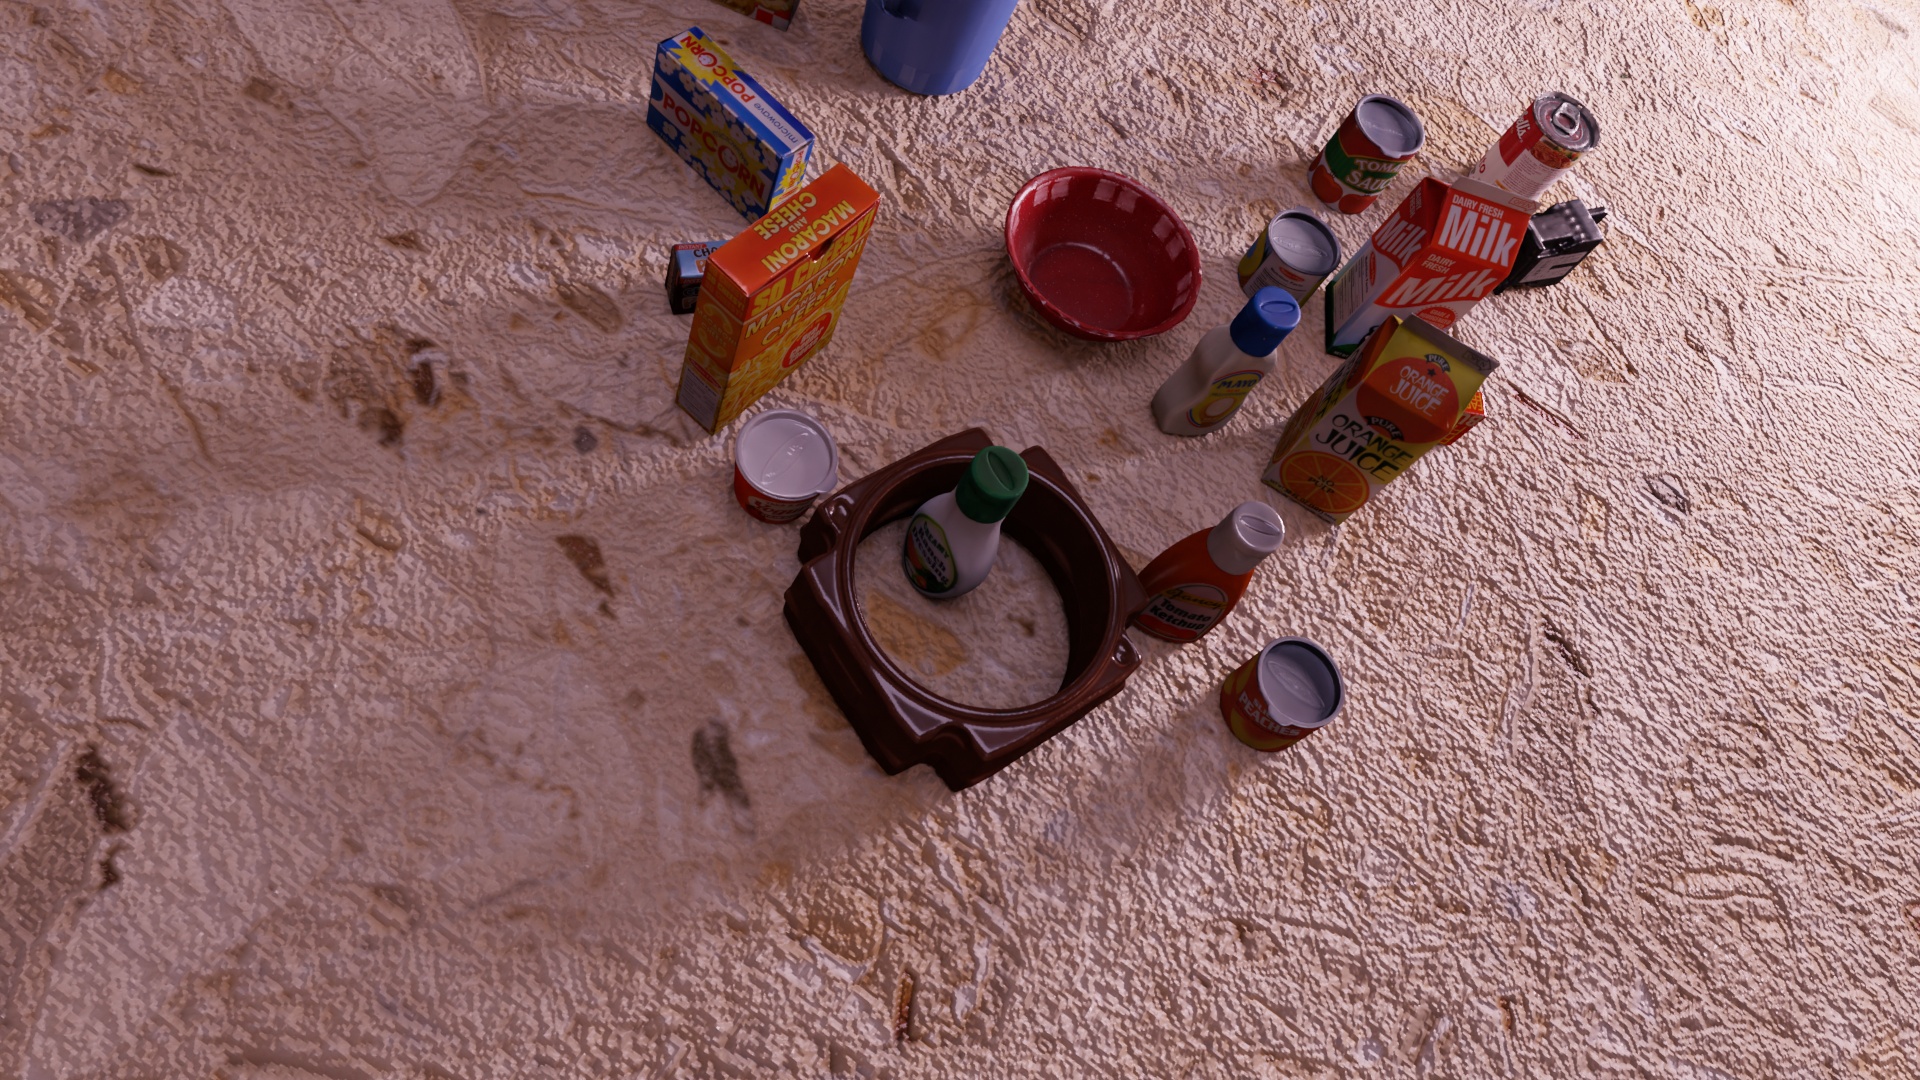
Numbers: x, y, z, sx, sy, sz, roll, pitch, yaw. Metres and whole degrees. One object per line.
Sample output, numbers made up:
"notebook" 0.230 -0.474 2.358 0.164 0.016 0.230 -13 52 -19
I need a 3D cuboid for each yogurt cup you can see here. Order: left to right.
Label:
"yogurt cup" -0.119 -0.046 0.922 0.072 0.053 0.072 8 62 -15

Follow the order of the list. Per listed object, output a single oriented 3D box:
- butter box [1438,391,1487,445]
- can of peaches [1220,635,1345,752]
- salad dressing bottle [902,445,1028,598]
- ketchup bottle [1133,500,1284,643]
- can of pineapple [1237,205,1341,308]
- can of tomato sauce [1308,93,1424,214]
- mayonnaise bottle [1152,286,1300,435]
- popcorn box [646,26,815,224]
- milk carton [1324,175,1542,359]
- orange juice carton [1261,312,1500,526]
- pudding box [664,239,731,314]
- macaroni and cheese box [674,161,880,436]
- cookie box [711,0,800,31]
"butter box" 0.363 -0.104 1.114 0.103 0.053 0.024 7 63 -15
"can of peaches" 0.219 0.108 0.956 0.071 0.057 0.071 8 62 -15
"salad dressing bottle" 0.003 -0.011 0.891 0.044 0.147 0.064 -24 74 -27
"ketchup bottle" 0.165 0.021 0.928 0.065 0.148 0.044 20 60 -8
"can of pineapple" 0.271 -0.230 1.144 0.071 0.057 0.071 8 62 -15
"can of tomato sauce" 0.352 -0.334 1.209 0.071 0.082 0.071 8 62 -15
"mayonnaise bottle" 0.196 -0.129 1.015 0.065 0.147 0.041 -5 66 -21
"popcorn box" -0.169 -0.299 1.015 0.127 0.084 0.038 44 59 6
"milk carton" 0.366 -0.216 1.092 0.072 0.189 0.074 14 61 -12
"orange juice carton" 0.303 -0.094 1.008 0.072 0.191 0.073 31 59 -2
"pudding box" -0.163 -0.188 0.981 0.084 0.049 0.030 -9 68 -22
"macaroni and cheese box" -0.121 -0.155 0.910 0.040 0.165 0.124 42 59 5
"cookie box" -0.170 -0.485 1.061 0.123 0.166 0.040 20 60 -8
